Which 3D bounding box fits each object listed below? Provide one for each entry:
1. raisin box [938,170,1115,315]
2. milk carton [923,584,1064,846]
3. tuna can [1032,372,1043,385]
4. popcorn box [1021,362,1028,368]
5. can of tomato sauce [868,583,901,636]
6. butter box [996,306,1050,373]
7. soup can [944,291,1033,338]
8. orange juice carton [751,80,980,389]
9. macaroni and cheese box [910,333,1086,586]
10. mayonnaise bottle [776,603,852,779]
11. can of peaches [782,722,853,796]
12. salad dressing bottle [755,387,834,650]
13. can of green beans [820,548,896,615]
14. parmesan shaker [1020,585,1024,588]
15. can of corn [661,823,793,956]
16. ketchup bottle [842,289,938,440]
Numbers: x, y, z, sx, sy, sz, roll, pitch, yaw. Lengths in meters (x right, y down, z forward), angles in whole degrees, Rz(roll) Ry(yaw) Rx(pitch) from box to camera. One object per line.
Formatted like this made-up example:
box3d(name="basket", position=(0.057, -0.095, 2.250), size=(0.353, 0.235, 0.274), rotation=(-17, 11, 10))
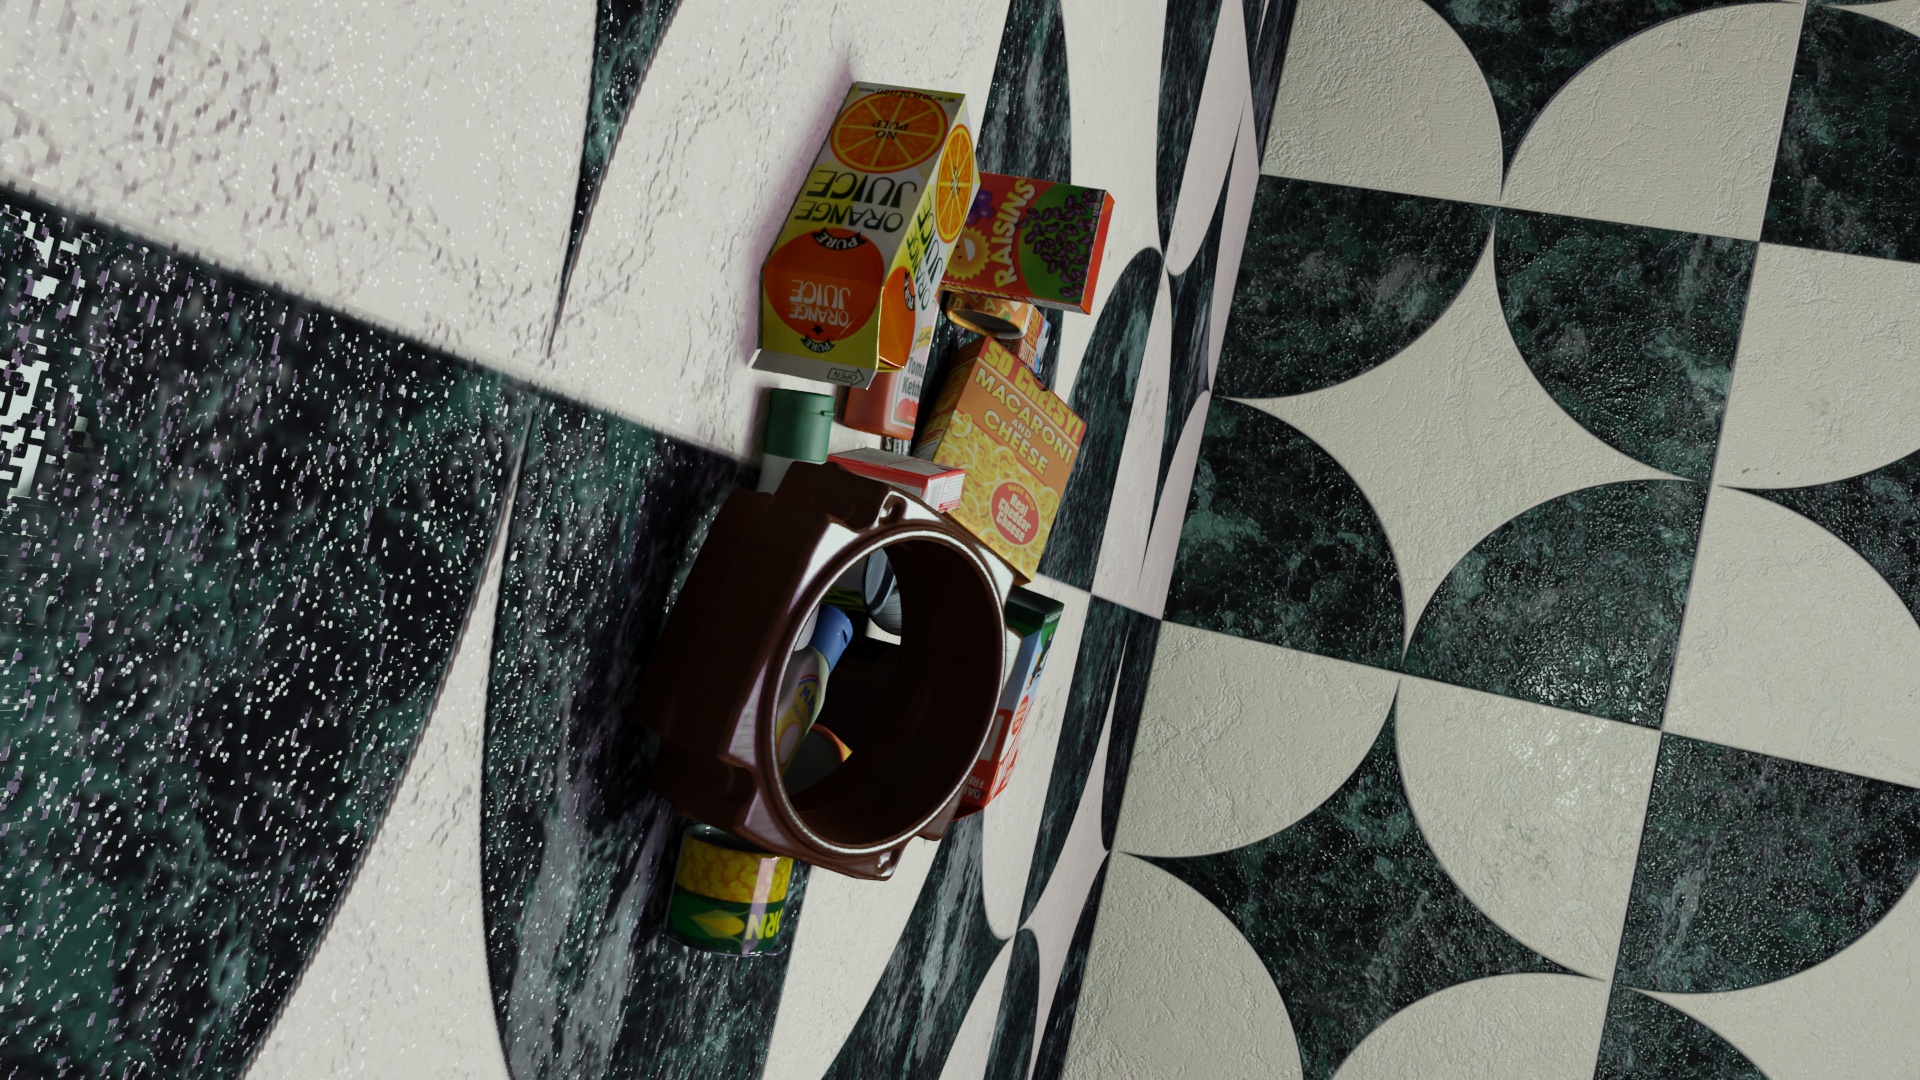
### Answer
box3d(name="raisin box", position=(0.040, -0.216, 0.997), size=(0.040, 0.123, 0.086), rotation=(1, 101, -74))
box3d(name="milk carton", position=(0.009, 0.127, 1.016), size=(0.072, 0.073, 0.190), rotation=(-14, 122, -74))
box3d(name="tuna can", position=(0.052, -0.123, 1.289), size=(0.071, 0.033, 0.071), rotation=(11, 91, -75))
box3d(name="popcorn box", position=(0.028, -0.086, 1.219), size=(0.085, 0.038, 0.126), rotation=(-57, 154, -56))
box3d(name="can of tomato sauce", position=(-0.046, 0.022, 0.982), size=(0.083, 0.071, 0.071), rotation=(66, 39, -65))
box3d(name="butter box", position=(0.058, -0.186, 1.279), size=(0.103, 0.024, 0.053), rotation=(13, 88, -75))
box3d(name="soup can", position=(0.027, -0.207, 1.074), size=(0.071, 0.071, 0.084), rotation=(41, 63, -73))
box3d(name="orange juice carton", position=(-0.053, -0.167, 0.792), size=(0.072, 0.072, 0.193), rotation=(76, 29, -58))
box3d(name="macaroni and cheese box", position=(0.028, -0.063, 1.099), size=(0.123, 0.040, 0.167), rotation=(39, 53, -25))
box3d(name="mayonnaise bottle", position=(-0.110, 0.099, 0.848), size=(0.149, 0.041, 0.064), rotation=(-62, 154, -45))
box3d(name="can of peaches", position=(-0.098, 0.152, 0.890), size=(0.058, 0.071, 0.071), rotation=(65, 40, -65))
box3d(name="salad dressing bottle", position=(-0.100, -0.013, 0.797), size=(0.064, 0.044, 0.147), rotation=(-4, 105, -63))
box3d(name="can of green beans", position=(-0.075, 0.009, 0.876), size=(0.071, 0.058, 0.071), rotation=(10, 91, -75))
box3d(name="parmesan shaker", position=(0.021, 0.063, 1.258), size=(0.102, 0.071, 0.072), rotation=(93, 17, -44))
box3d(name="can of corn", position=(-0.130, 0.200, 0.797), size=(0.071, 0.071, 0.058), rotation=(17, 85, -75))
box3d(name="ketchup bottle", position=(-0.041, -0.142, 0.913), size=(0.065, 0.043, 0.148), rotation=(8, 93, -75))
